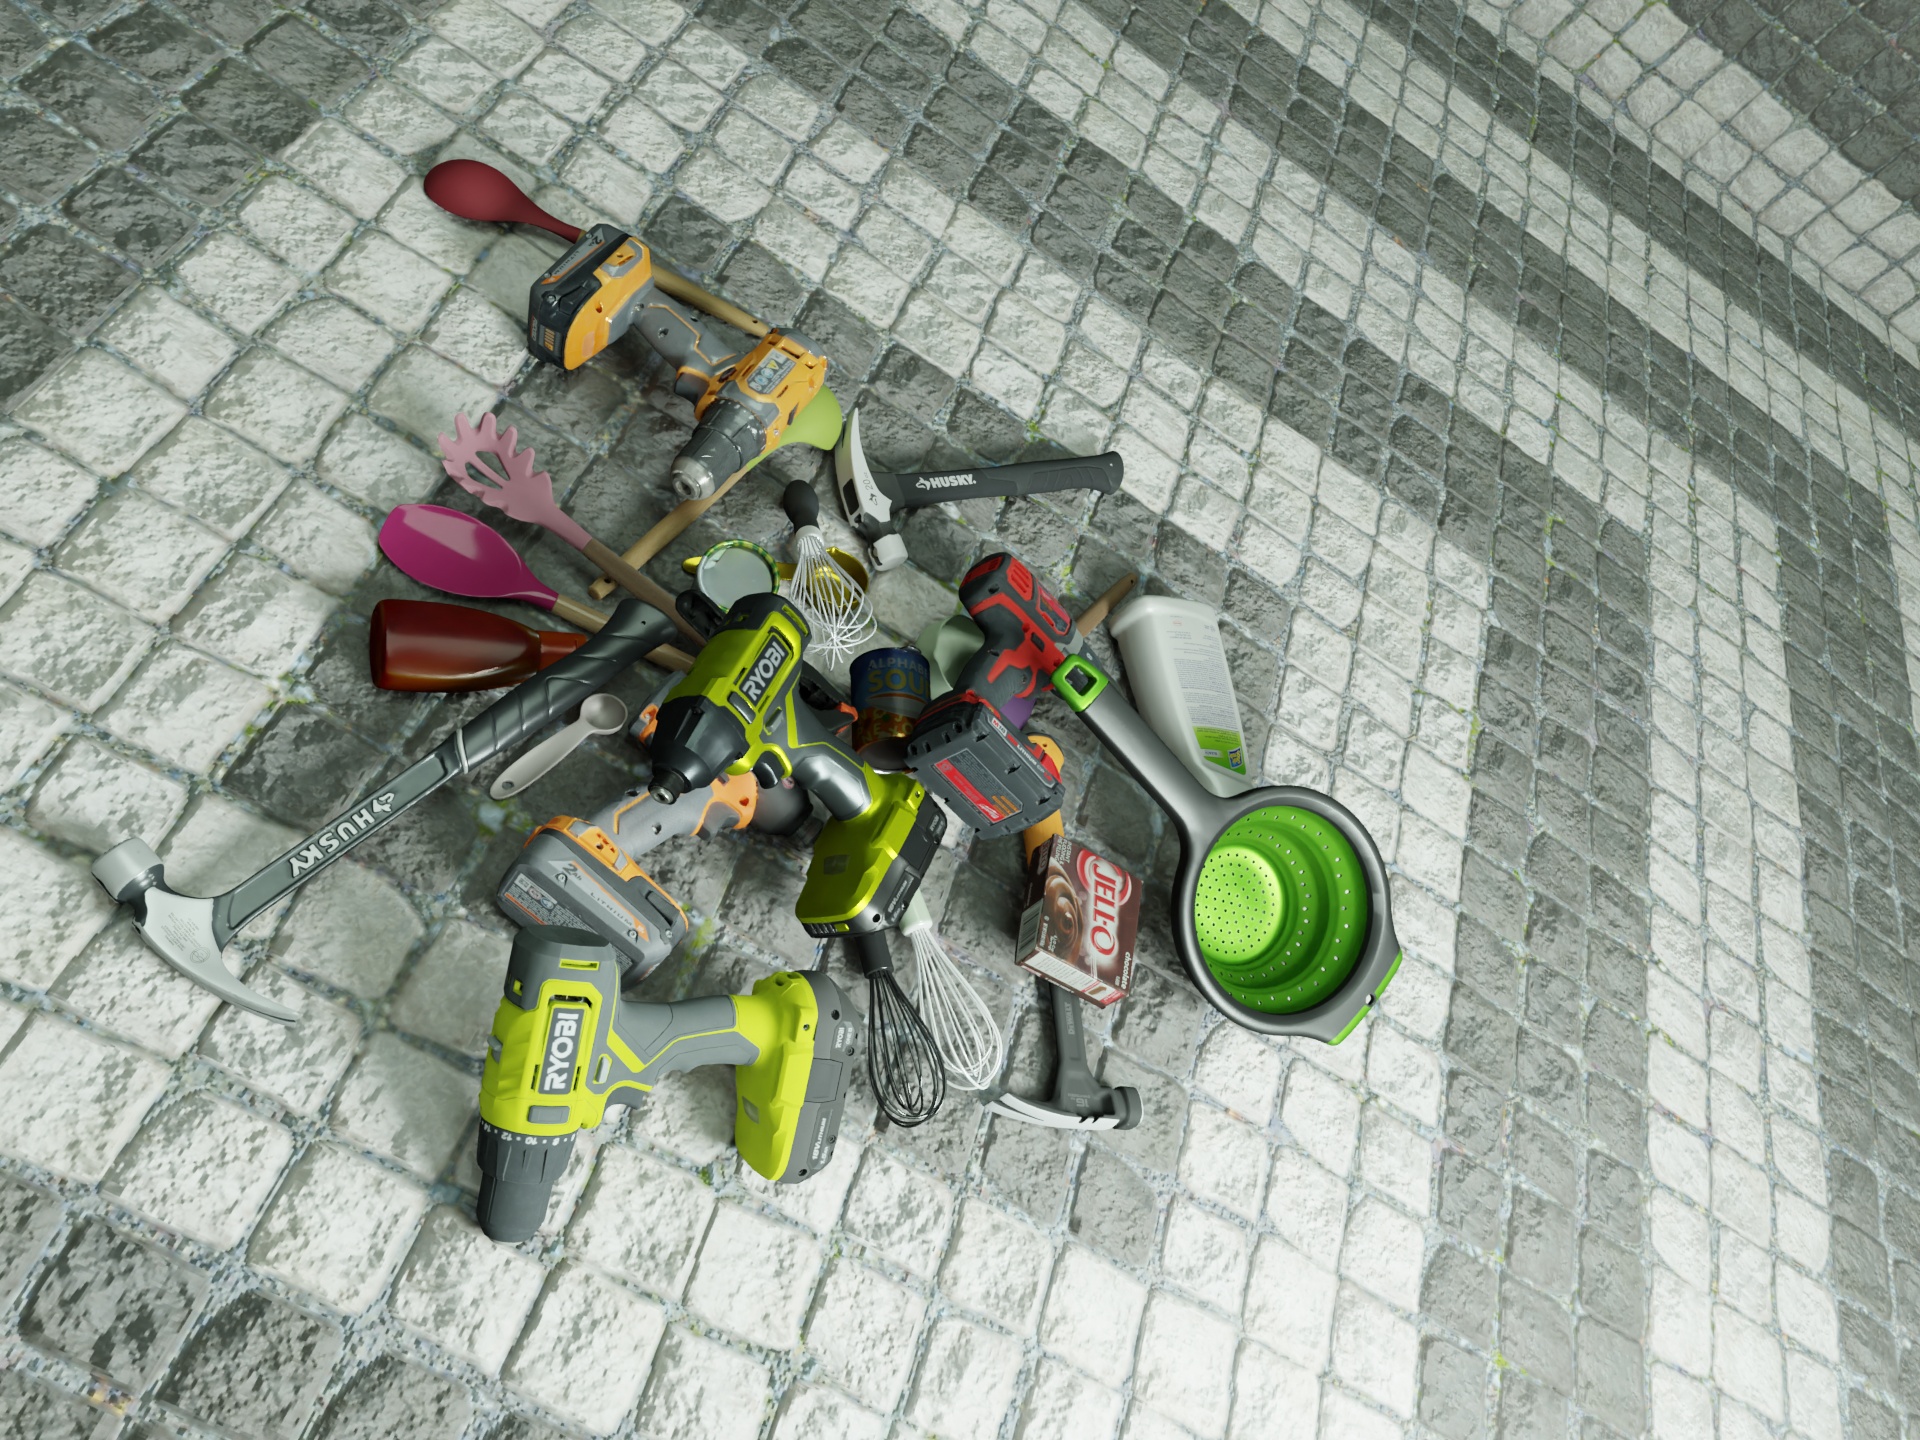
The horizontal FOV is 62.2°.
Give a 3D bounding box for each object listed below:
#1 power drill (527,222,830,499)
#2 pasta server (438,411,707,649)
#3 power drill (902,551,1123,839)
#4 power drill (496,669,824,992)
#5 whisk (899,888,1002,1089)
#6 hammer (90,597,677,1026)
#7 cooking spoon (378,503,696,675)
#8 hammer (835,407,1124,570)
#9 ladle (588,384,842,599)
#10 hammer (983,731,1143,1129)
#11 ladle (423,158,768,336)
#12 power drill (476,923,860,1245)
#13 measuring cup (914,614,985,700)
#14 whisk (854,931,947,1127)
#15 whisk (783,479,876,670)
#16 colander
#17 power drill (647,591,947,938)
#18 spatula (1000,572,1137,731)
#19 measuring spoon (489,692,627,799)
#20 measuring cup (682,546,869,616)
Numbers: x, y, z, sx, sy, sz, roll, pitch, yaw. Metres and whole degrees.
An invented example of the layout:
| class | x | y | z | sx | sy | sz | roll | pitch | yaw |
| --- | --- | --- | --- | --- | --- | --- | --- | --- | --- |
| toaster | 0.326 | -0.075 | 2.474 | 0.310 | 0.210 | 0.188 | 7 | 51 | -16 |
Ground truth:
| class | x | y | z | sx | sy | sz | roll | pitch | yaw |
| --- | --- | --- | --- | --- | --- | --- | --- | --- | --- |
| power drill | -0.244 | -0.288 | 1.303 | 0.226 | 0.084 | 0.185 | 31 | 57 | 1 |
| pasta server | -0.263 | -0.119 | 1.216 | 0.316 | 0.040 | 0.060 | 39 | 71 | -8 |
| power drill | 0.056 | -0.010 | 1.295 | 0.187 | 0.080 | 0.227 | 45 | 40 | -23 |
| power drill | -0.200 | 0.082 | 1.127 | 0.164 | 0.084 | 0.227 | 39 | 44 | -5 |
| whisk | -0.029 | 0.166 | 1.211 | 0.059 | 0.058 | 0.246 | 27 | 36 | -63 |
| hammer | -0.345 | 0.035 | 1.062 | 0.149 | 0.036 | 0.409 | 49 | 55 | 0 |
| cooking spoon | -0.285 | -0.078 | 1.212 | 0.318 | 0.017 | 0.069 | 26 | 57 | -16 |
| hammer | 0.028 | -0.229 | 1.492 | 0.334 | 0.035 | 0.146 | -13 | 75 | -38 |
| ladle | -0.204 | -0.193 | 1.330 | 0.078 | 0.062 | 0.320 | 44 | 55 | -5 |
| hammer | 0.069 | 0.159 | 1.281 | 0.127 | 0.034 | 0.337 | 12 | 56 | -27 |
| ladle | -0.313 | -0.412 | 1.400 | 0.315 | 0.031 | 0.069 | 23 | 53 | -21 |
| power drill | -0.191 | 0.235 | 1.008 | 0.228 | 0.080 | 0.190 | 10 | 93 | -32 |
| measuring cup | -0.002 | -0.004 | 1.341 | 0.083 | 0.038 | 0.168 | 3 | 78 | -48 |
| whisk | -0.059 | 0.184 | 1.176 | 0.055 | 0.055 | 0.239 | 1 | 58 | -32 |
| whisk | -0.118 | -0.128 | 1.268 | 0.070 | 0.070 | 0.285 | 18 | 26 | -23 |
| colander | 0.197 | 0.098 | 1.318 | 0.397 | 0.094 | 0.204 | 47 | 72 | -13 |
| power drill | -0.117 | 0.045 | 1.108 | 0.223 | 0.080 | 0.171 | 52 | 47 | -29 |
| spatula | 0.089 | -0.063 | 1.427 | 0.316 | 0.018 | 0.059 | -44 | 118 | -47 |
| measuring spoon | -0.292 | 0.023 | 1.151 | 0.034 | 0.018 | 0.124 | 39 | 54 | 12 |
| measuring cup | -0.155 | -0.116 | 1.322 | 0.156 | 0.029 | 0.062 | 3 | 59 | -18 |
